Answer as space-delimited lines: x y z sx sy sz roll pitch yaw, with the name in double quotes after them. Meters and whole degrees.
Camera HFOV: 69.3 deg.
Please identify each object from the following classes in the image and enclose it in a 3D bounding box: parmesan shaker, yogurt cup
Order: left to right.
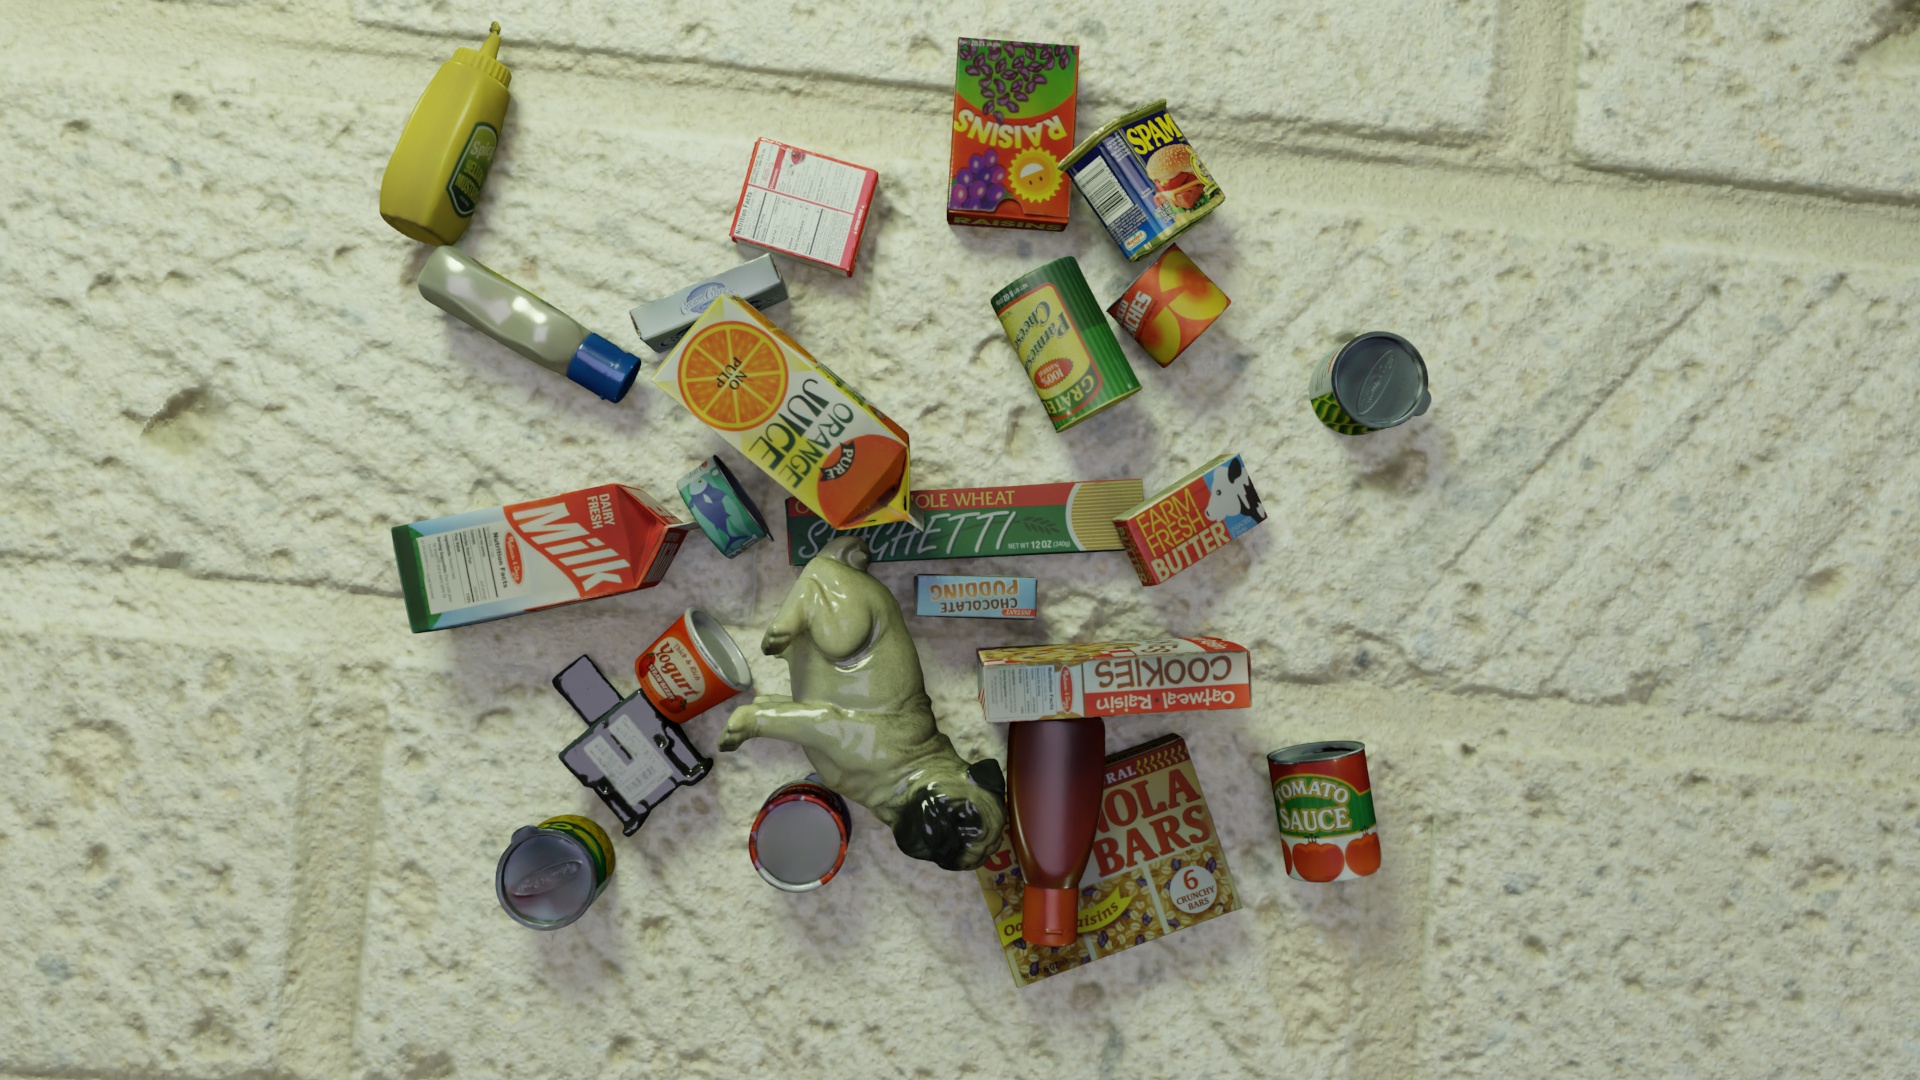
-0.182 0.087 0.939 0.054 0.072 0.072 -36 90 6 "yogurt cup"
0.070 -0.133 0.953 0.071 0.071 0.103 -28 89 -2 "parmesan shaker"

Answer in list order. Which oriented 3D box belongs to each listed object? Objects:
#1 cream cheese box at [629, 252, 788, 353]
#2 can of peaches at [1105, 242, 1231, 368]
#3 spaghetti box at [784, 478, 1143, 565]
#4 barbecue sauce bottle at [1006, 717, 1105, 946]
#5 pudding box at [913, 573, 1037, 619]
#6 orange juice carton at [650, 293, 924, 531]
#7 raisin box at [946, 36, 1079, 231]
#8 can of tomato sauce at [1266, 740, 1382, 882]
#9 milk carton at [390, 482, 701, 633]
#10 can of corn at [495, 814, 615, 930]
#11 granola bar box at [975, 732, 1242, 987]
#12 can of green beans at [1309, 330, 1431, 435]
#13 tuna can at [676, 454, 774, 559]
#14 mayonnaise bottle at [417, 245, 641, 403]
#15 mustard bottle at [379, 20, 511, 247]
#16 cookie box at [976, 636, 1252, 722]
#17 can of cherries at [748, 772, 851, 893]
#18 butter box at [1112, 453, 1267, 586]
-0.170 -0.161 0.950 0.104 0.053 0.024 -23 88 -2 "cream cheese box"
0.142 -0.159 0.953 0.058 0.071 0.071 45 88 -1 "can of peaches"
0.003 -0.012 0.964 0.250 0.028 0.050 -3 88 -2 "spaghetti box"
0.061 0.188 0.914 0.065 0.043 0.148 3 87 -4 "barbecue sauce bottle"
0.009 0.039 0.953 0.084 0.049 0.030 2 87 -2 "pudding box"
-0.098 -0.072 0.901 0.192 0.072 0.073 39 96 -7 "orange juice carton"
0.036 -0.281 0.967 0.086 0.040 0.123 4 89 -3 "raisin box"
0.248 0.184 0.947 0.071 0.071 0.083 -9 90 -2 "can of tomato sauce"
-0.269 0.008 0.933 0.191 0.072 0.073 -11 89 -1 "milk carton"
-0.272 0.219 0.934 0.071 0.058 0.071 0 89 -2 "can of corn"
0.094 0.218 0.956 0.166 0.039 0.124 -19 89 -2 "granola bar box"
0.281 -0.107 0.961 0.071 0.058 0.071 0 89 -2 "can of green beans"
-0.159 -0.020 0.940 0.033 0.071 0.071 -34 90 -1 "tuna can"
-0.290 -0.145 0.943 0.148 0.064 0.041 30 85 -5 "mayonnaise bottle"
-0.341 -0.281 0.943 0.049 0.065 0.160 19 84 3 "mustard bottle"
0.097 0.089 0.917 0.167 0.123 0.040 -3 90 -2 "cookie box"
-0.108 0.197 0.940 0.071 0.058 0.071 0 89 -2 "can of cherries"
0.158 -0.015 0.953 0.104 0.024 0.053 -30 99 -21 "butter box"
